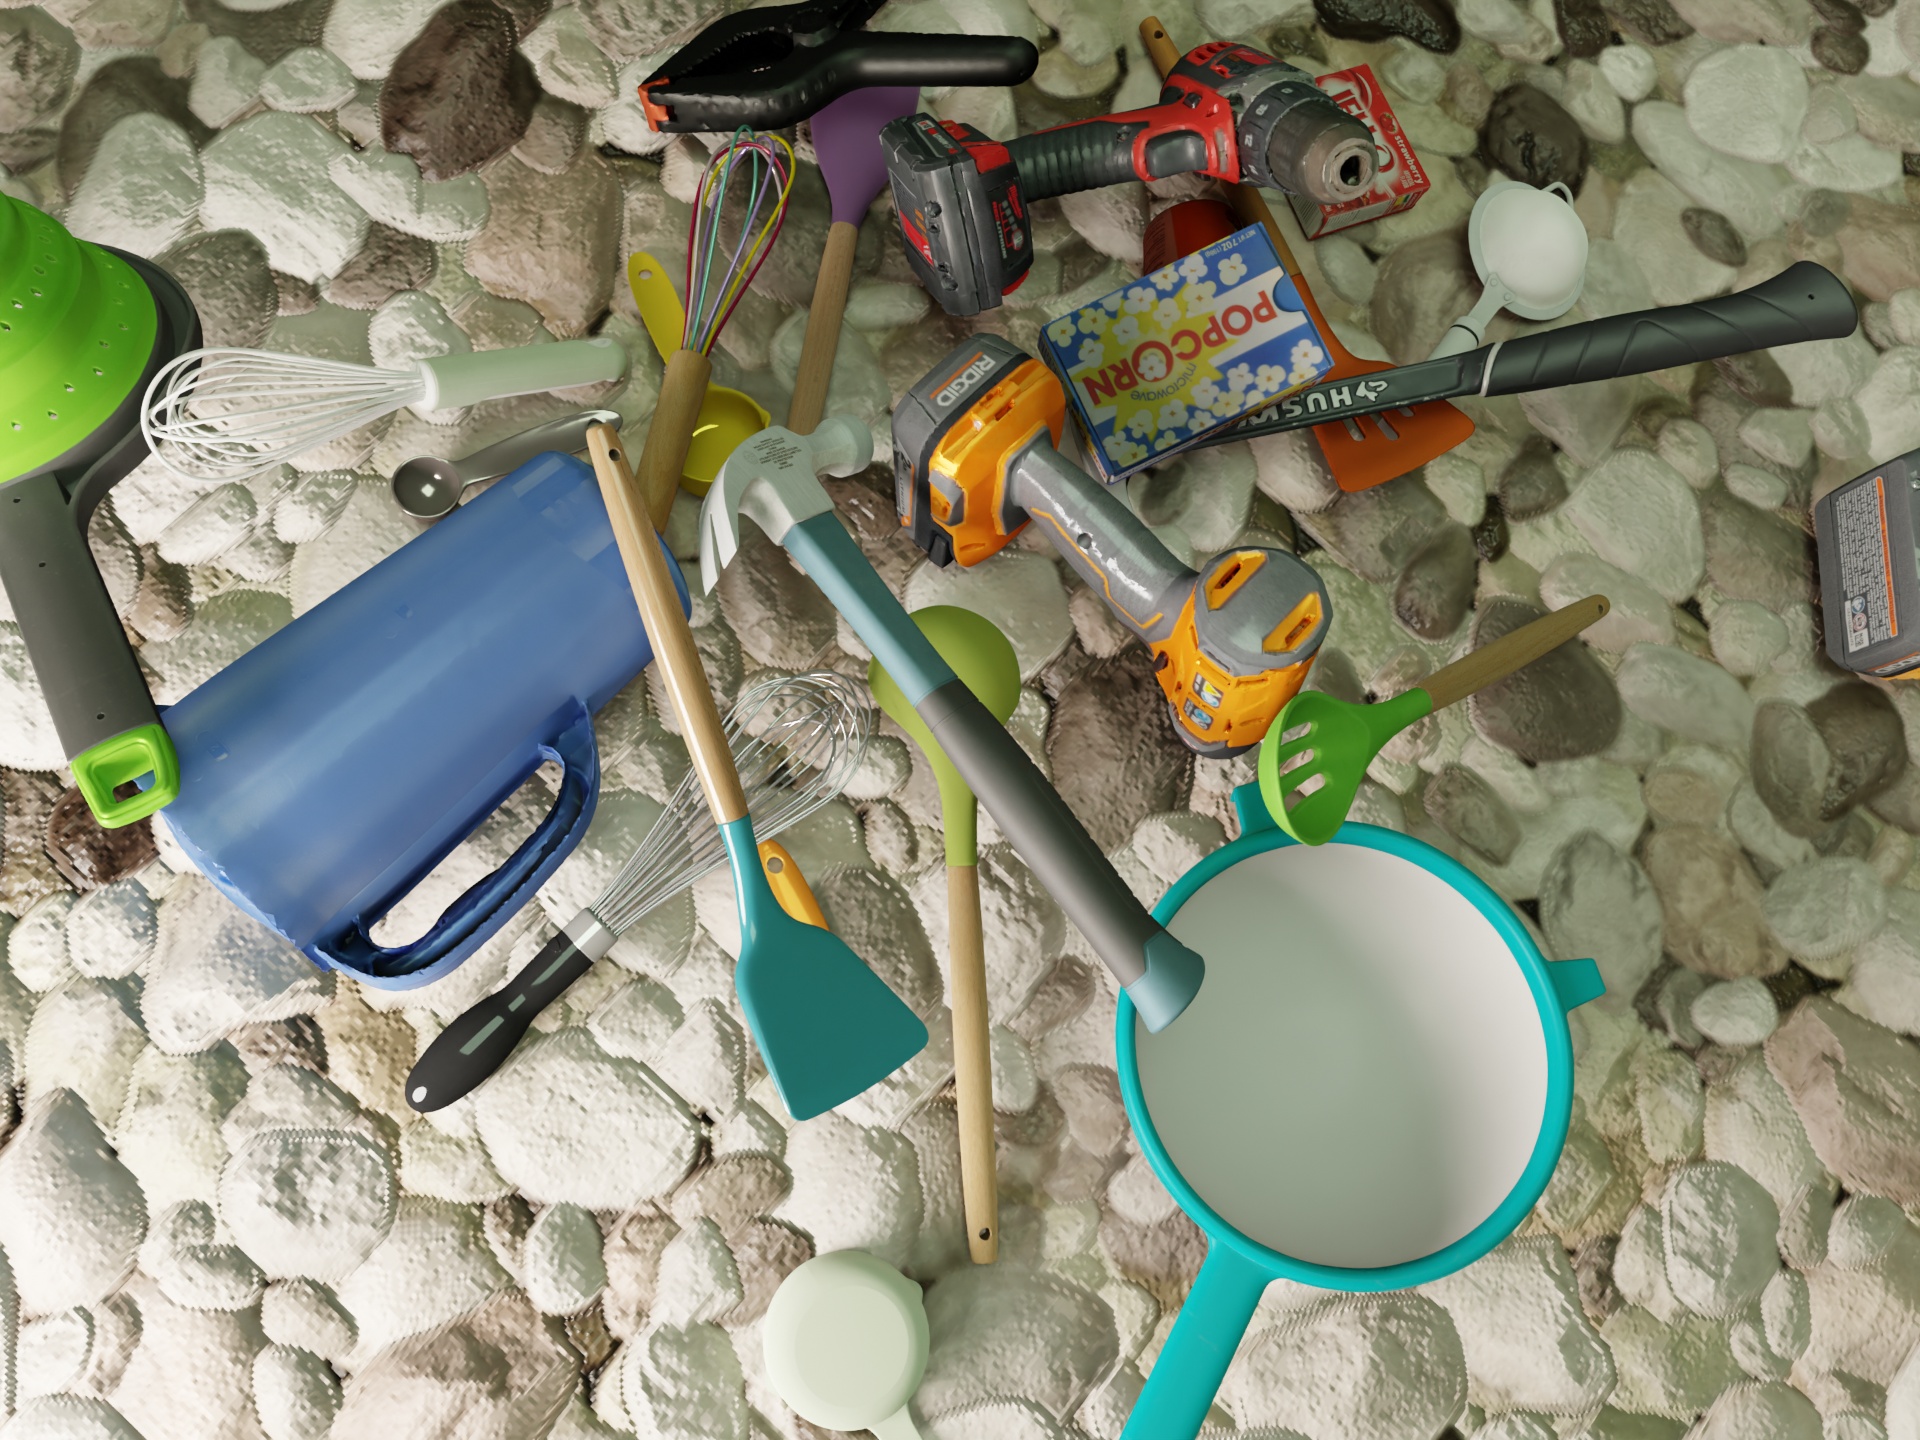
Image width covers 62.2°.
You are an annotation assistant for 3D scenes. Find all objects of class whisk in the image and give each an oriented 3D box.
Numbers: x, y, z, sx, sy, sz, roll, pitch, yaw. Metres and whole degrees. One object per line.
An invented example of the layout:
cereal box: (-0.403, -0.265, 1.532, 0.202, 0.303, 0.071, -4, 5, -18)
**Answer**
whisk: (-0.152, 0.078, 0.755, 0.070, 0.070, 0.284, 45, 78, 4)
whisk: (-0.263, -0.158, 0.758, 0.246, 0.058, 0.059, -21, 121, -42)
whisk: (-0.129, -0.203, 0.813, 0.047, 0.051, 0.245, 13, 71, -3)

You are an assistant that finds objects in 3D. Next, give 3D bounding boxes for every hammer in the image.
hammer: (-0.001, -0.002, 0.724, 0.128, 0.033, 0.331, -27, 75, -45)
hammer: (0.263, -0.178, 0.845, 0.409, 0.036, 0.149, -10, 76, 4)

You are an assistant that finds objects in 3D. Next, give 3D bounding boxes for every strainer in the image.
strainer: (0.141, 0.212, 0.740, 0.211, 0.095, 0.340, 29, 73, 6)
strainer: (0.298, -0.228, 0.916, 0.087, 0.050, 0.258, 41, 76, -11)

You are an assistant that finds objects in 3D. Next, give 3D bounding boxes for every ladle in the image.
ladle: (0.000, 0.099, 0.784, 0.078, 0.062, 0.320, -2, 82, -11)

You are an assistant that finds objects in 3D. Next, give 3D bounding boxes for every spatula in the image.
spatula: (0.179, -0.275, 0.907, 0.081, 0.041, 0.323, -26, 79, 0)
spatula: (-0.070, -0.248, 0.872, 0.059, 0.018, 0.316, 10, 72, -5)
spatula: (-0.103, 0.019, 0.713, 0.082, 0.044, 0.317, -25, 100, -36)

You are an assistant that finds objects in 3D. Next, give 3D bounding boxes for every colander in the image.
colander: (-0.418, -0.122, 0.674, 0.204, 0.094, 0.397, -28, 60, -16)

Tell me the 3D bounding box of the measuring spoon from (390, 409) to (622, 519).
measuring spoon: (-0.232, -0.133, 0.820, 0.124, 0.018, 0.034, -25, 80, -21)

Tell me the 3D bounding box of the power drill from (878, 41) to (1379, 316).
power drill: (0.087, -0.283, 0.820, 0.226, 0.080, 0.188, -18, 35, -5)

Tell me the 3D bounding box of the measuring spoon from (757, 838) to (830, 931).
measuring spoon: (-0.071, 0.109, 0.778, 0.021, 0.011, 0.117, -26, 80, -15)

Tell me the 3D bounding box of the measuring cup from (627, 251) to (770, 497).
measuring cup: (-0.146, -0.183, 0.844, 0.062, 0.029, 0.157, -20, 67, -10)

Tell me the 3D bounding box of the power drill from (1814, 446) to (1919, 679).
power drill: (0.612, -0.097, 0.910, 0.226, 0.084, 0.185, 8, 73, -11)

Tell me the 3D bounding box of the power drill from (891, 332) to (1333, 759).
power drill: (0.072, -0.072, 0.789, 0.227, 0.164, 0.084, 40, 73, 16)

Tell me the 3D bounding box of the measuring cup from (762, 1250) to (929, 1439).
measuring cup: (-0.028, 0.319, 0.713, 0.083, 0.038, 0.168, -28, 79, -15)

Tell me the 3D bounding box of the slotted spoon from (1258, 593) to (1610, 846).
slotted spoon: (0.245, -0.015, 0.801, 0.313, 0.031, 0.070, -23, 103, -37)
